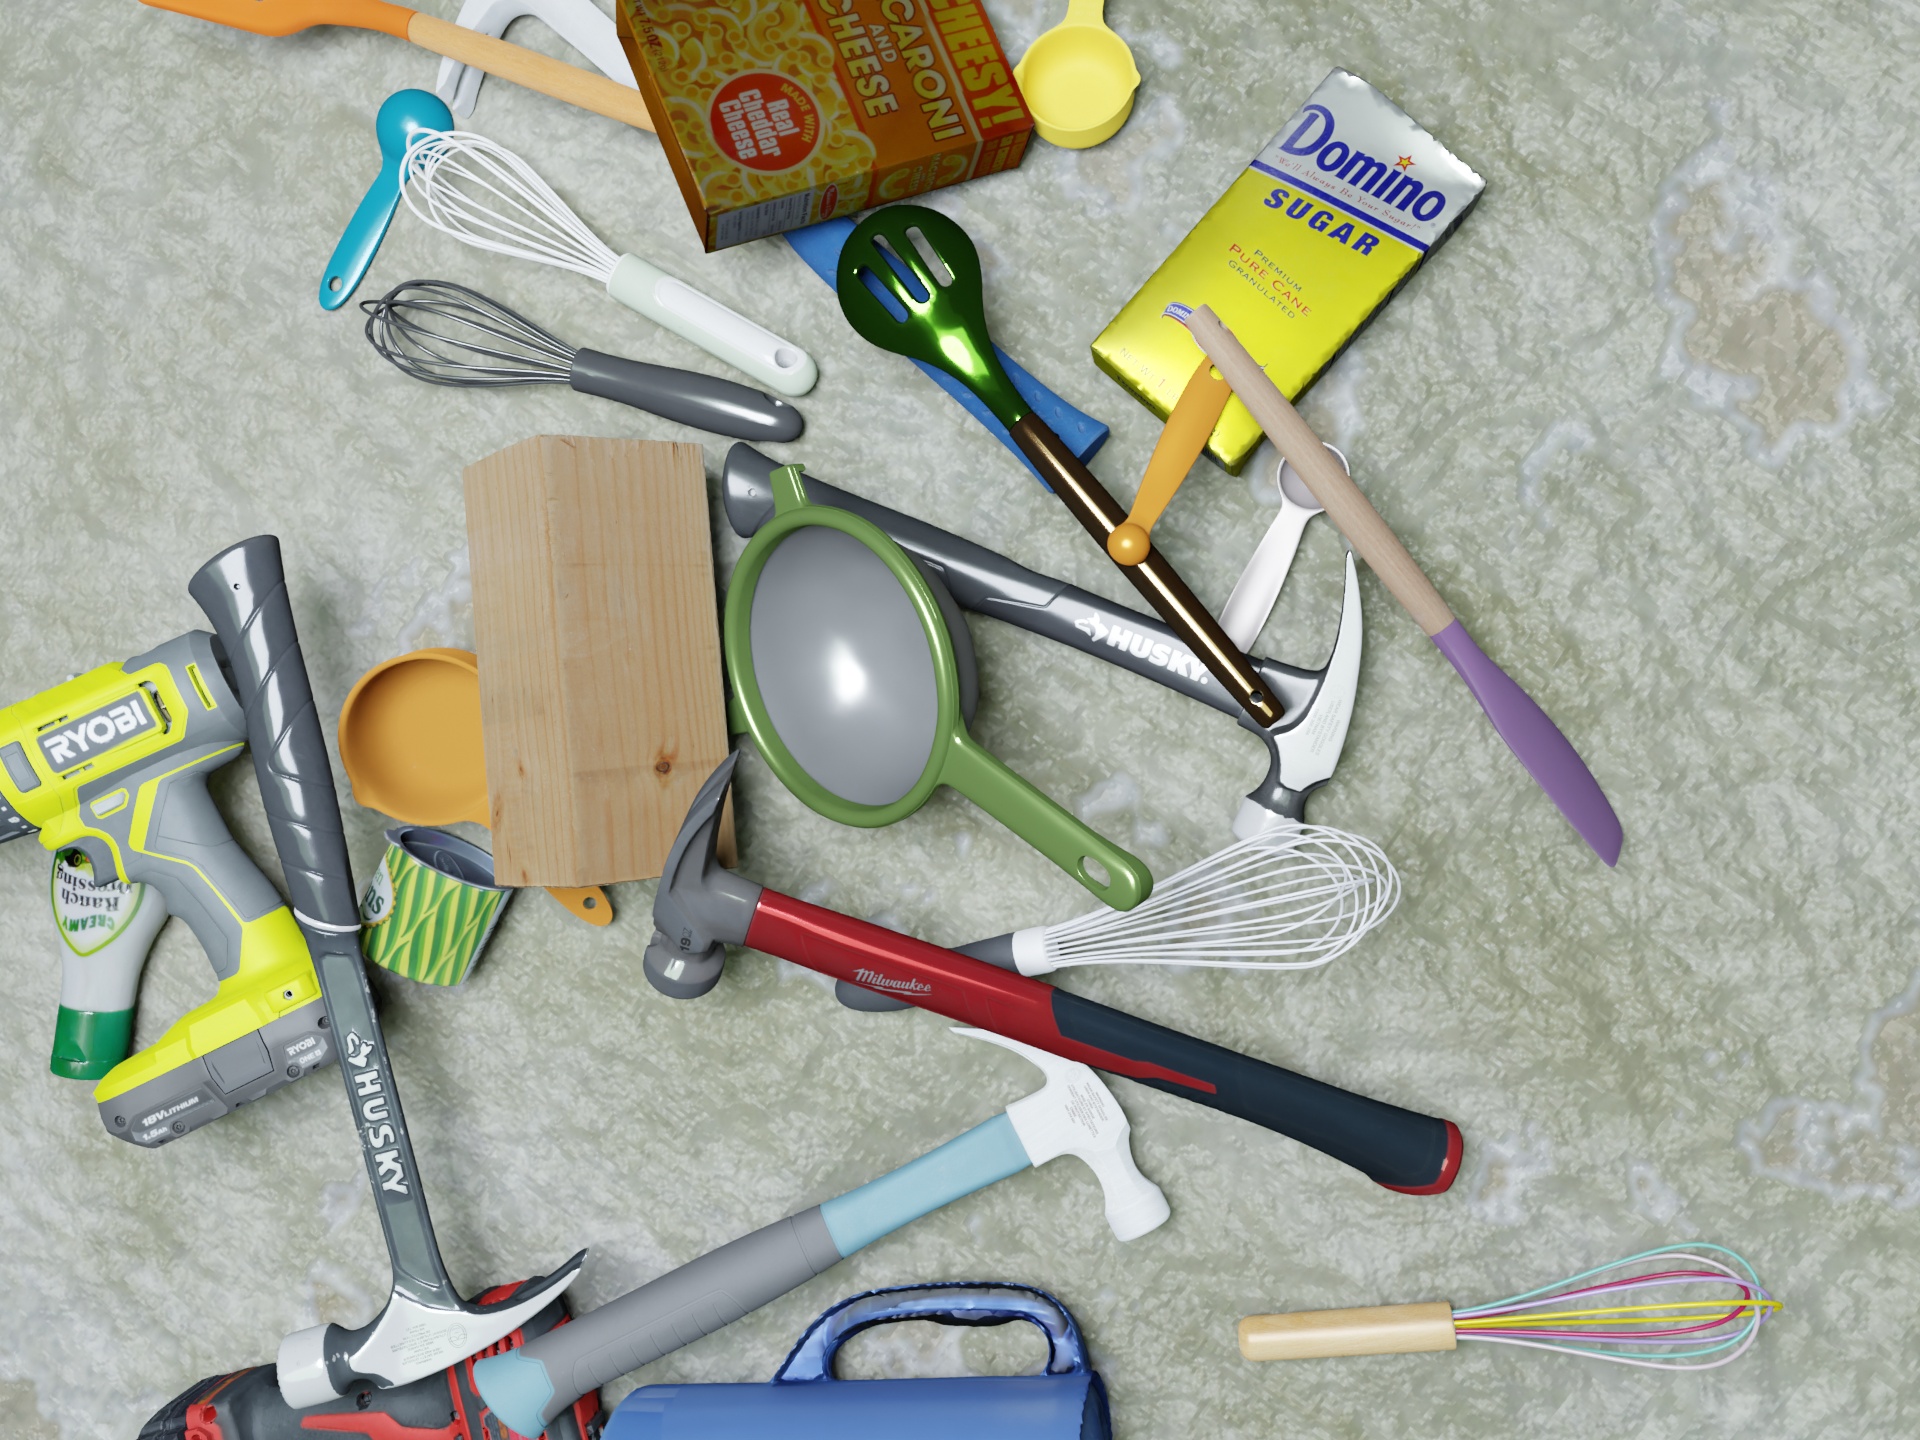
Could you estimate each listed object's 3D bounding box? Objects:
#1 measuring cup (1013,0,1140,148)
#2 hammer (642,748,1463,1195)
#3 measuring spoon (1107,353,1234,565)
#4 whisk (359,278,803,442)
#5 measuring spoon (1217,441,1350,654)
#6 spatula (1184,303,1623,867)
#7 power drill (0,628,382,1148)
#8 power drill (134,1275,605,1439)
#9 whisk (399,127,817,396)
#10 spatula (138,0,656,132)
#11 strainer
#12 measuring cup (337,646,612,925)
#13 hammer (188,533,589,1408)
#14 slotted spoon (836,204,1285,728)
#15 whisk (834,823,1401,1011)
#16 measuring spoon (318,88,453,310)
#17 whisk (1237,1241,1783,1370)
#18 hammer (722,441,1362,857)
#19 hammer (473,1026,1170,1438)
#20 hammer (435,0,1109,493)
[{"bbox_3d":[0.064,-0.357,0.788,0.062,0.029,0.156,6,79,9],"label":"measuring cup"},{"bbox_3d":[0.051,0.129,0.720,0.386,0.038,0.143,19,133,-3],"label":"hammer"},{"bbox_3d":[0.099,-0.123,0.724,0.021,0.011,0.117,28,81,1],"label":"measuring spoon"},{"bbox_3d":[-0.195,-0.180,0.815,0.239,0.055,0.055,16,92,5],"label":"whisk"},{"bbox_3d":[0.152,-0.078,0.777,0.034,0.018,0.124,27,101,9],"label":"measuring spoon"},{"bbox_3d":[0.206,-0.064,0.729,0.018,0.060,0.316,-37,93,37],"label":"spatula"},{"bbox_3d":[-0.416,0.090,0.801,0.190,0.080,0.228,-26,95,-7],"label":"power drill"},{"bbox_3d":[-0.286,0.401,0.815,0.226,0.080,0.188,-16,88,6],"label":"power drill"},{"bbox_3d":[-0.180,-0.233,0.813,0.246,0.059,0.058,30,67,4],"label":"whisk"},{"bbox_3d":[-0.253,-0.340,0.789,0.322,0.041,0.081,22,92,7],"label":"spatula"},{"bbox_3d":[-0.001,-0.002,0.720,0.257,0.069,0.151,37,127,28],"label":"strainer"},{"bbox_3d":[-0.239,0.037,0.823,0.095,0.052,0.173,-41,102,3],"label":"measuring cup"},{"bbox_3d":[-0.293,0.113,0.761,0.149,0.036,0.409,-13,92,-6],"label":"hammer"},{"bbox_3d":[0.046,-0.121,0.741,0.070,0.031,0.314,-40,82,6],"label":"slotted spoon"},{"bbox_3d":[0.066,0.104,0.754,0.284,0.070,0.070,-16,88,22],"label":"whisk"},{"bbox_3d":[-0.313,-0.278,0.844,0.042,0.021,0.128,29,93,8],"label":"measuring spoon"},{"bbox_3d":[0.253,0.280,0.744,0.245,0.047,0.051,-9,90,12],"label":"whisk"},{"bbox_3d":[0.034,-0.065,0.778,0.335,0.035,0.146,23,101,10],"label":"hammer"},{"bbox_3d":[-0.074,0.254,0.766,0.331,0.033,0.128,-25,78,-5],"label":"hammer"},{"bbox_3d":[-0.093,-0.258,0.803,0.405,0.035,0.144,43,96,7],"label":"hammer"}]
